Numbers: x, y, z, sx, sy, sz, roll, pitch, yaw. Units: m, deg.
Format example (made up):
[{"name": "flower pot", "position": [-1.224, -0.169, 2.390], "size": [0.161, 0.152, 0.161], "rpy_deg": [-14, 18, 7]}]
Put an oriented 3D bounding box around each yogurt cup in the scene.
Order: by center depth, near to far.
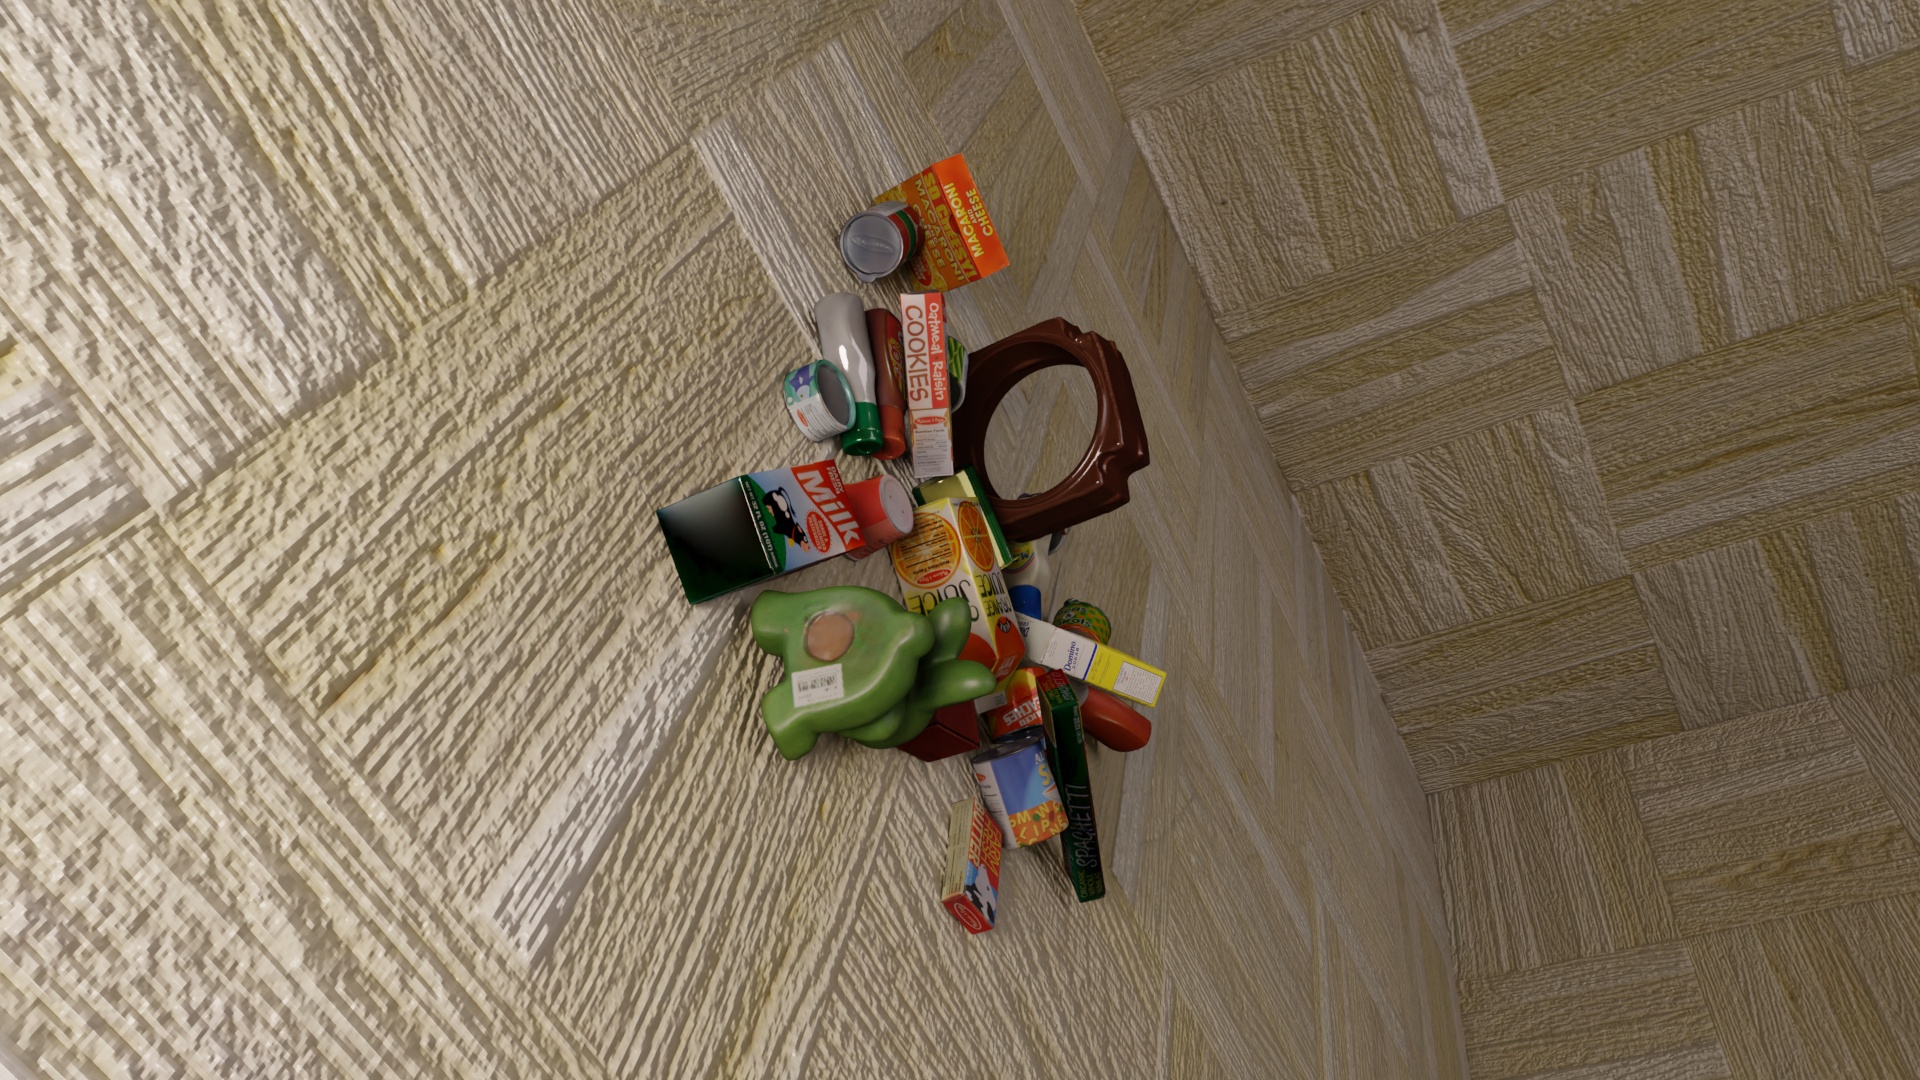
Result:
[{"name": "yogurt cup", "position": [-0.076, -0.022, 1.181], "size": [0.072, 0.054, 0.073], "rpy_deg": [48, 31, -42]}]

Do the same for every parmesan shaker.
[{"name": "parmesan shaker", "position": [0.005, -0.017, 1.343], "size": [0.103, 0.071, 0.071], "rpy_deg": [67, 22, -7]}]

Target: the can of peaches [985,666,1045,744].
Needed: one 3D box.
[{"name": "can of peaches", "position": [0.055, 0.156, 1.315], "size": [0.071, 0.071, 0.058], "rpy_deg": [23, 50, -61]}]

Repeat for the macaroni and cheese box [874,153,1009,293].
[{"name": "macaroni and cheese box", "position": [-0.022, -0.324, 1.455], "size": [0.123, 0.040, 0.166], "rpy_deg": [65, -20, -11]}]

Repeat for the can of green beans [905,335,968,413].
[{"name": "can of green beans", "position": [-0.026, -0.167, 1.406], "size": [0.071, 0.071, 0.058], "rpy_deg": [54, 27, -35]}]

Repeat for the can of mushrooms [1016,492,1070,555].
[{"name": "can of mushrooms", "position": [0.087, -0.018, 1.546], "size": [0.071, 0.071, 0.033], "rpy_deg": [63, 23, -17]}]

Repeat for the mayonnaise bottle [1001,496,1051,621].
[{"name": "mayonnaise bottle", "position": [0.067, 0.025, 1.468], "size": [0.041, 0.064, 0.149], "rpy_deg": [49, 33, -46]}]

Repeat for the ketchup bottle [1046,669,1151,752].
[{"name": "ketchup bottle", "position": [0.145, 0.184, 1.518], "size": [0.148, 0.064, 0.044], "rpy_deg": [38, 56, -39]}]

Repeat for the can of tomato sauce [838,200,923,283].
[{"name": "can of tomato sauce", "position": [-0.078, -0.303, 1.404], "size": [0.071, 0.071, 0.083], "rpy_deg": [65, 22, -13]}]

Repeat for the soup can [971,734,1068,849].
[{"name": "soup can", "position": [0.057, 0.227, 1.254], "size": [0.071, 0.071, 0.083], "rpy_deg": [-18, 89, -68]}]

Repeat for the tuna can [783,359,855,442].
[{"name": "tuna can", "position": [-0.120, -0.122, 1.192], "size": [0.071, 0.033, 0.071], "rpy_deg": [49, 30, -42]}]

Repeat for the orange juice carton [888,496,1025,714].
[{"name": "orange juice carton", "position": [0.000, 0.061, 1.262], "size": [0.072, 0.073, 0.192], "rpy_deg": [-4, 75, -68]}]

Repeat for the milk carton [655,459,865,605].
[{"name": "milk carton", "position": [-0.132, -0.011, 1.013], "size": [0.191, 0.073, 0.072], "rpy_deg": [-18, 88, -69]}]

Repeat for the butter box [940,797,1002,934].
[{"name": "butter box", "position": [0.011, 0.272, 1.169], "size": [0.053, 0.024, 0.104], "rpy_deg": [55, 26, -31]}]

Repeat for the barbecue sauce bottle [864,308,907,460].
[{"name": "barbecue sauce bottle", "position": [-0.073, -0.145, 1.307], "size": [0.064, 0.043, 0.149], "rpy_deg": [60, 21, -54]}]

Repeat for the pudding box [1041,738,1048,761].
[{"name": "pudding box", "position": [0.079, 0.186, 1.398], "size": [0.049, 0.030, 0.084], "rpy_deg": [45, 32, -45]}]

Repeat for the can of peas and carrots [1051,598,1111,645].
[{"name": "can of peas and carrots", "position": [0.129, 0.107, 1.534], "size": [0.070, 0.071, 0.059], "rpy_deg": [63, 23, -17]}]

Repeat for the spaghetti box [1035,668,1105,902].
[{"name": "spaghetti box", "position": [0.104, 0.233, 1.293], "size": [0.050, 0.029, 0.248], "rpy_deg": [-116, -167, -58]}]

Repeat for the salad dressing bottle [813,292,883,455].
[{"name": "salad dressing bottle", "position": [-0.099, -0.150, 1.252], "size": [0.064, 0.044, 0.148], "rpy_deg": [45, 32, -67]}]

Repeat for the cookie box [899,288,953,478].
[{"name": "cookie box", "position": [-0.029, -0.147, 1.302], "size": [0.123, 0.040, 0.167], "rpy_deg": [-91, 177, -83]}]
